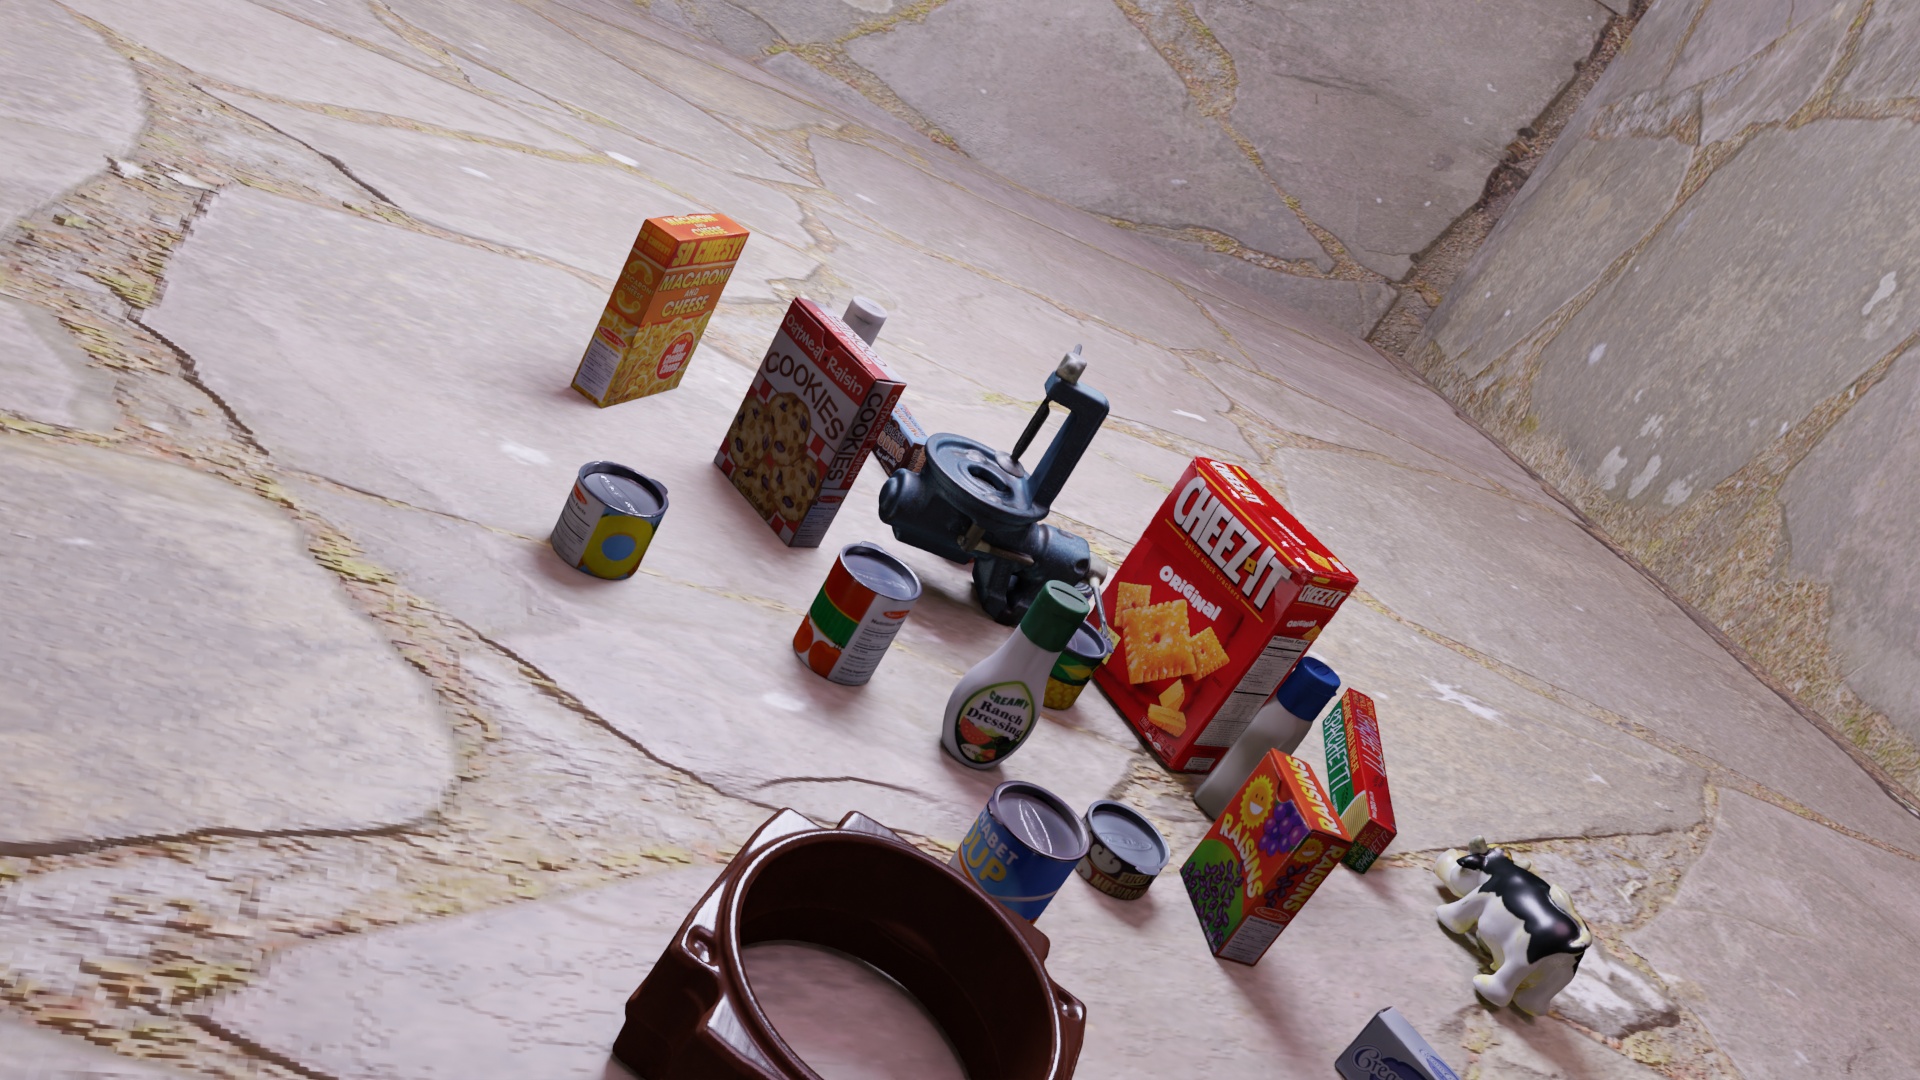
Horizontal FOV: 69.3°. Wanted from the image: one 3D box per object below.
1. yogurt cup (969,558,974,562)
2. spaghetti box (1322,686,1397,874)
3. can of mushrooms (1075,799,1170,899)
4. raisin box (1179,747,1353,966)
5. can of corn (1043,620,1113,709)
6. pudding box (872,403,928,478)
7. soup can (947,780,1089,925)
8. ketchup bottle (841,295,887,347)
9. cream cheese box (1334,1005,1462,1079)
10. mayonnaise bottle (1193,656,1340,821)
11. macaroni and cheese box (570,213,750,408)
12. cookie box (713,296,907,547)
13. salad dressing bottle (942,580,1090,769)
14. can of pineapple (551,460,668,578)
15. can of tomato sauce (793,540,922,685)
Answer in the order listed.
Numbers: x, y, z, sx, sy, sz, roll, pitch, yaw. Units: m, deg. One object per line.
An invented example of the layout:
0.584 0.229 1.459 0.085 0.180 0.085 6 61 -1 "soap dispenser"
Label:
0.005 -0.016 1.289 0.072 0.053 0.073 25 24 -12 "yogurt cup"
0.359 0.210 1.260 0.029 0.050 0.251 30 23 -1 "spaghetti box"
0.111 0.218 0.972 0.071 0.033 0.071 25 24 -12 "can of mushrooms"
0.210 0.221 0.971 0.040 0.123 0.086 22 25 -20 "raisin box"
0.081 0.098 1.146 0.071 0.058 0.071 26 24 -12 "can of corn"
-0.061 -0.097 1.380 0.030 0.049 0.084 13 29 -36 "pudding box"
0.027 0.199 0.848 0.071 0.083 0.071 26 24 -12 "soup can"
-0.118 -0.159 1.311 0.065 0.148 0.044 29 23 -4 "ketchup bottle"
0.294 0.356 0.886 0.024 0.053 0.104 3 35 -47 "cream cheese box"
0.246 0.158 1.107 0.041 0.147 0.065 42 25 25 "mayonnaise bottle"
-0.260 -0.202 1.207 0.040 0.165 0.124 35 23 9 "macaroni and cheese box"
-0.128 -0.097 1.151 0.040 0.166 0.123 1 37 -50 "cookie box"
0.040 0.095 0.989 0.064 0.147 0.044 26 23 -12 "salad dressing bottle"
-0.247 -0.014 0.983 0.071 0.057 0.071 26 24 -12 "can of pineapple"
-0.077 0.053 1.017 0.071 0.082 0.071 26 24 -12 "can of tomato sauce"
